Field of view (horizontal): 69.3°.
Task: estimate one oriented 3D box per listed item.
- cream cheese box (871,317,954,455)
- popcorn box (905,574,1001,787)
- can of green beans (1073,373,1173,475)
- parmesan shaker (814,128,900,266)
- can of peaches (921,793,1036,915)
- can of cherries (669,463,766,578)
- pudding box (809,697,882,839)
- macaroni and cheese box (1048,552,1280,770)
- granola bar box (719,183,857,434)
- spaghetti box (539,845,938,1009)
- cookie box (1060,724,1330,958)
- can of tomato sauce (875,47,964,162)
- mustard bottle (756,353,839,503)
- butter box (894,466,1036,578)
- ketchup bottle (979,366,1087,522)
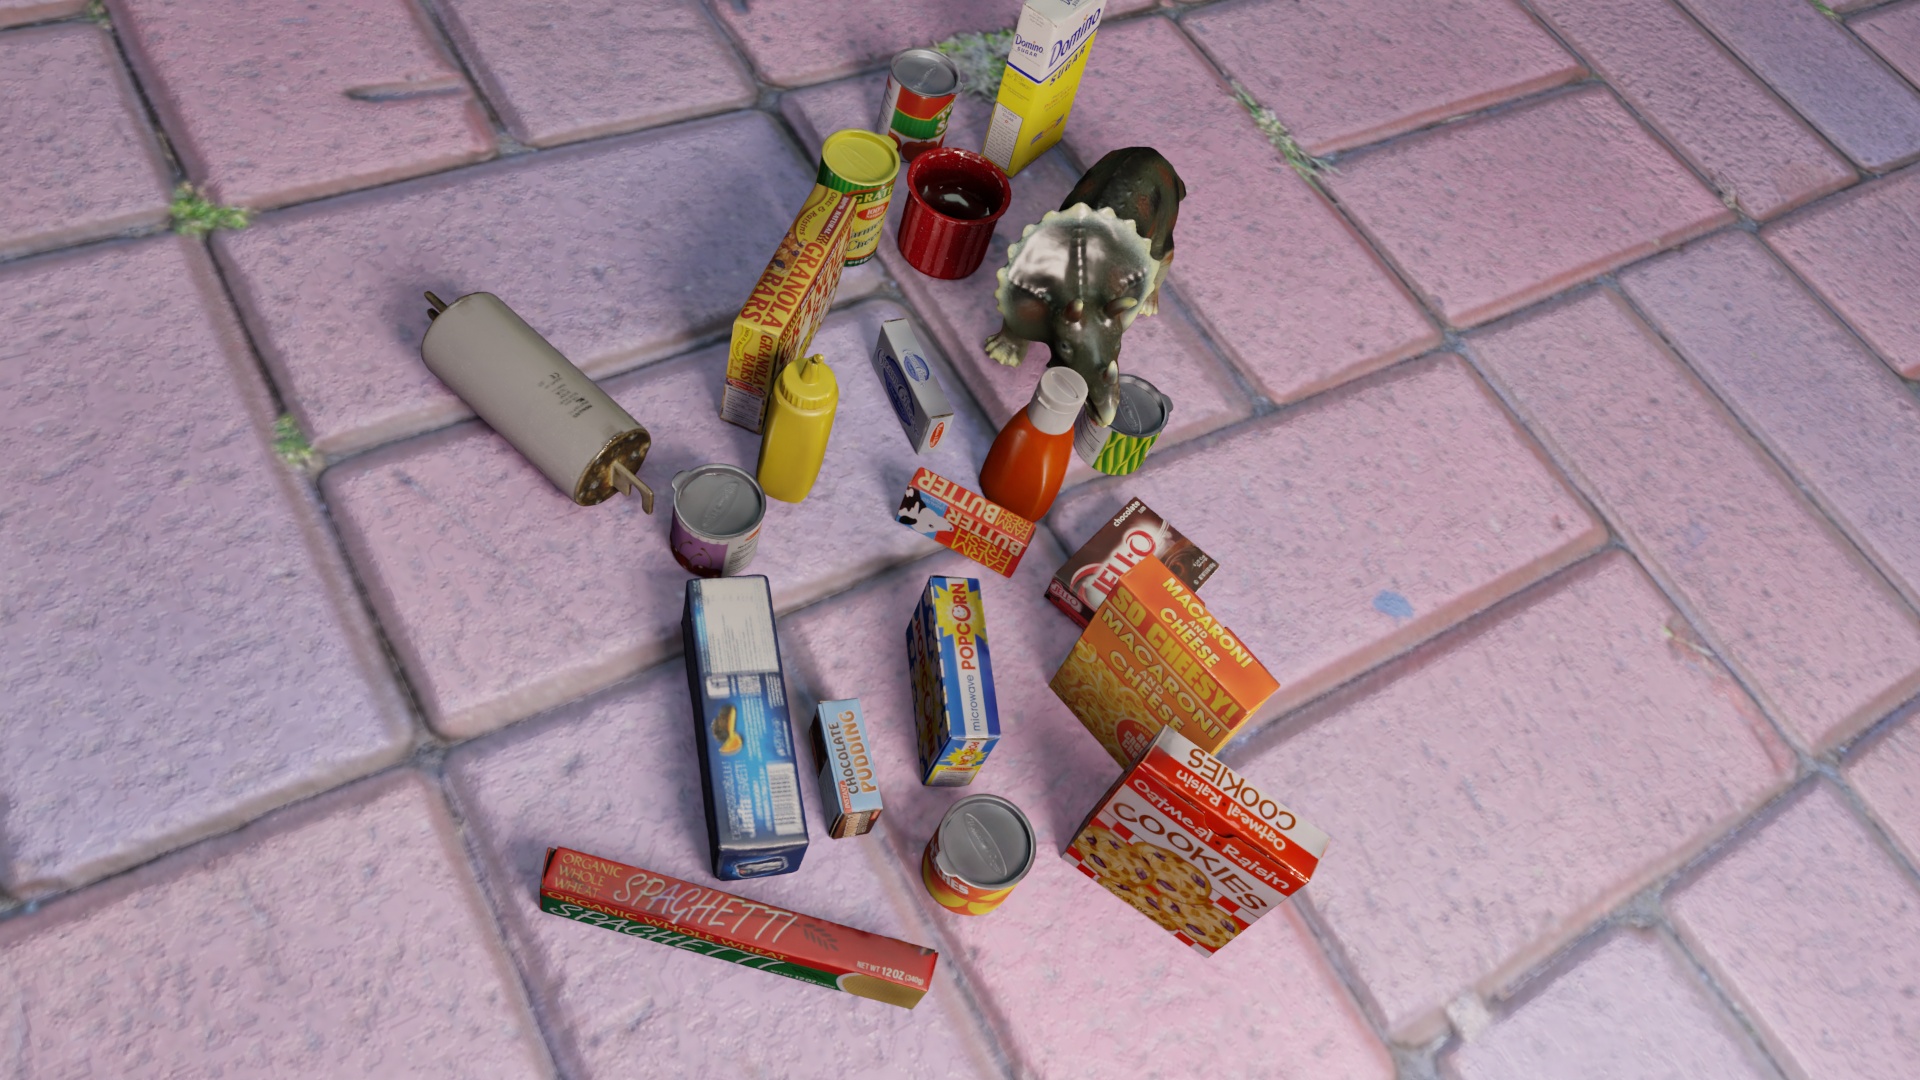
[{"bbox_3d":[-0.040,-0.126,1.137,0.024,0.053,0.104,-14,63,-23],"label":"cream cheese box"},{"bbox_3d":[-0.007,0.100,0.980,0.038,0.084,0.127,1,58,-15],"label":"popcorn box"},{"bbox_3d":[0.134,-0.096,1.164,0.071,0.057,0.071,7,56,-11],"label":"can of green beans"},{"bbox_3d":[-0.092,-0.295,1.202,0.071,0.102,0.071,7,57,-11],"label":"parmesan shaker"},{"bbox_3d":[0.009,0.212,0.929,0.071,0.057,0.071,7,56,-11],"label":"can of peaches"},{"bbox_3d":[-0.181,-0.015,1.022,0.071,0.058,0.072,7,56,-11],"label":"can of cherries"},{"bbox_3d":[-0.079,0.154,0.946,0.030,0.049,0.084,-5,60,-19],"label":"pudding box"},{"bbox_3d":[0.137,0.100,0.971,0.040,0.165,0.124,-33,72,-30],"label":"macaroni and cheese box"},{"bbox_3d":[-0.136,-0.184,1.104,0.039,0.123,0.166,22,55,-1],"label":"granola bar box"},{"bbox_3d":[-0.140,0.244,0.871,0.250,0.050,0.029,17,55,-5],"label":"spaghetti box"},{"bbox_3d":[0.148,0.201,0.908,0.123,0.166,0.040,34,56,7],"label":"cookie box"},{"bbox_3d":[-0.039,-0.406,1.301,0.071,0.082,0.071,7,56,-11],"label":"can of tomato sauce"},{"bbox_3d":[-0.118,-0.091,1.027,0.049,0.159,0.065,17,55,-5],"label":"mustard bottle"},{"bbox_3d":[0.004,-0.013,1.076,0.103,0.052,0.024,27,55,2],"label":"butter box"},{"bbox_3d":[0.059,-0.074,1.073,0.044,0.148,0.065,-32,71,-30],"label":"ketchup bottle"}]
